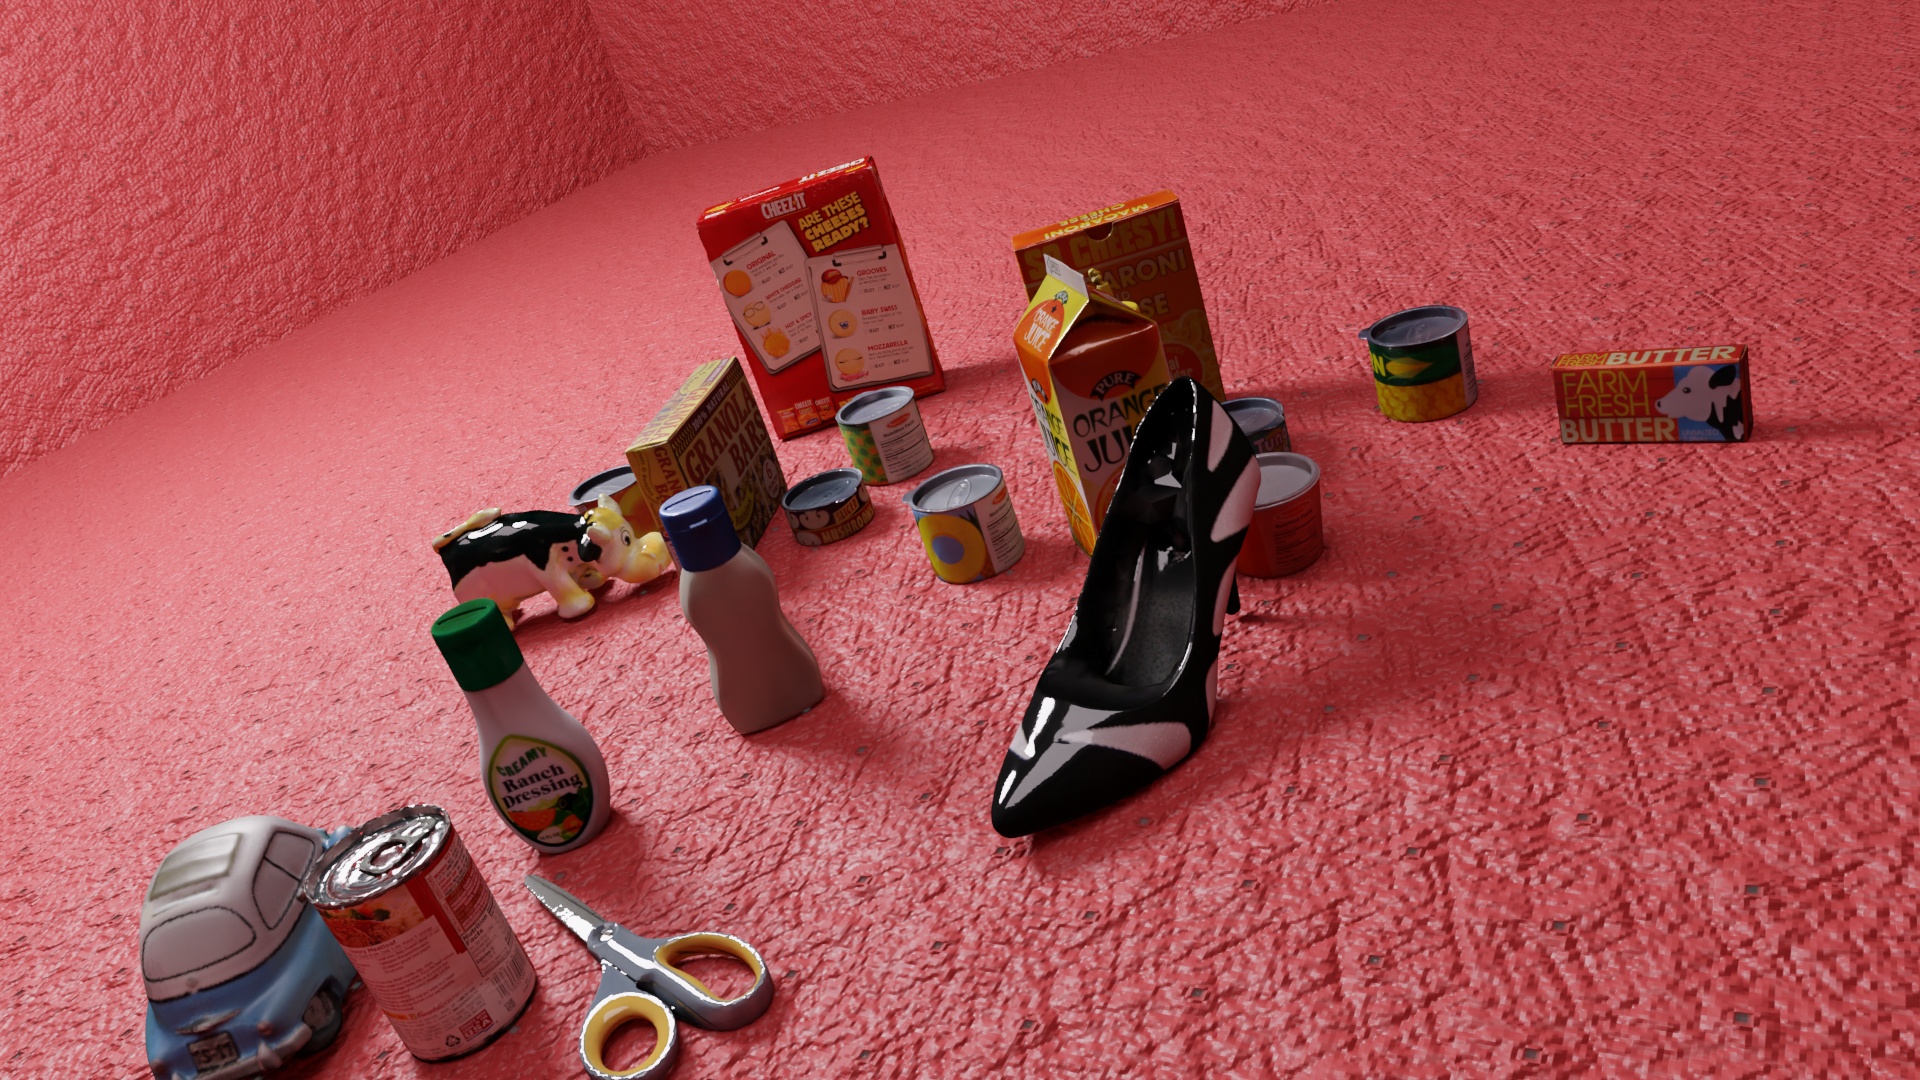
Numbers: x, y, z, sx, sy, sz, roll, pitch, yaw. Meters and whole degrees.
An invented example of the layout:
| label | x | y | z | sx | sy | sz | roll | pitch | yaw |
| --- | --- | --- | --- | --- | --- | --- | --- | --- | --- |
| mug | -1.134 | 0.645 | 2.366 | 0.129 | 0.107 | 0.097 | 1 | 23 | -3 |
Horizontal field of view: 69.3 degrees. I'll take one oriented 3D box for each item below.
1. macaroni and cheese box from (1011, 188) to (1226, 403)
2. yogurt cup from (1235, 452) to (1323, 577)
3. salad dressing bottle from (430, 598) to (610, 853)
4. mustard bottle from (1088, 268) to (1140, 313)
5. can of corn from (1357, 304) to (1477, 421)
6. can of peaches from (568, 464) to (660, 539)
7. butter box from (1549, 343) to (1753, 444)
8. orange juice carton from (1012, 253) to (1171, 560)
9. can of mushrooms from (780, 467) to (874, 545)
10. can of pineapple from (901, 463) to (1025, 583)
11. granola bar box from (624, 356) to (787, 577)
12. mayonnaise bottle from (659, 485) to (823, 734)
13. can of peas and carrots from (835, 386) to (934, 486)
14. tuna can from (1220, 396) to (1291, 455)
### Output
| label | x | y | z | sx | sy | sz | roll | pitch | yaw |
| --- | --- | --- | --- | --- | --- | --- | --- | --- | --- |
| macaroni and cheese box | 0.119 | -0.160 | 1.028 | 0.124 | 0.165 | 0.040 | -17 | 25 | 5 |
| yogurt cup | 0.183 | -0.014 | 0.822 | 0.072 | 0.053 | 0.073 | -15 | 25 | 7 |
| salad dressing bottle | -0.243 | 0.102 | 0.764 | 0.064 | 0.147 | 0.044 | -19 | 25 | 0 |
| mustard bottle | 0.112 | -0.107 | 0.934 | 0.049 | 0.159 | 0.065 | -11 | 26 | 16 |
| can of corn | 0.311 | -0.120 | 0.944 | 0.071 | 0.058 | 0.071 | -15 | 25 | 7 |
| can of peaches | -0.283 | -0.022 | 1.150 | 0.071 | 0.057 | 0.071 | -15 | 25 | 7 |
| butter box | 0.405 | -0.085 | 0.816 | 0.103 | 0.053 | 0.024 | 2 | 32 | 37 |
| orange juice carton | 0.089 | -0.081 | 0.859 | 0.073 | 0.192 | 0.072 | -22 | 25 | -6 |
| can of mushrooms | -0.100 | -0.026 | 1.061 | 0.071 | 0.033 | 0.071 | -15 | 25 | 7 |
| can of pineapple | 0.003 | -0.012 | 0.934 | 0.071 | 0.057 | 0.071 | -15 | 25 | 7 |
| granola bar box | -0.190 | -0.054 | 1.073 | 0.039 | 0.123 | 0.166 | -11 | 26 | 16 |
| mayonnaise bottle | -0.132 | 0.040 | 0.816 | 0.065 | 0.147 | 0.041 | -23 | 25 | -10 |
| can of peas and carrots | -0.062 | -0.085 | 1.126 | 0.071 | 0.058 | 0.071 | -15 | 25 | 7 |
| tuna can | 0.194 | -0.070 | 0.952 | 0.071 | 0.032 | 0.071 | -15 | 25 | 7 |
